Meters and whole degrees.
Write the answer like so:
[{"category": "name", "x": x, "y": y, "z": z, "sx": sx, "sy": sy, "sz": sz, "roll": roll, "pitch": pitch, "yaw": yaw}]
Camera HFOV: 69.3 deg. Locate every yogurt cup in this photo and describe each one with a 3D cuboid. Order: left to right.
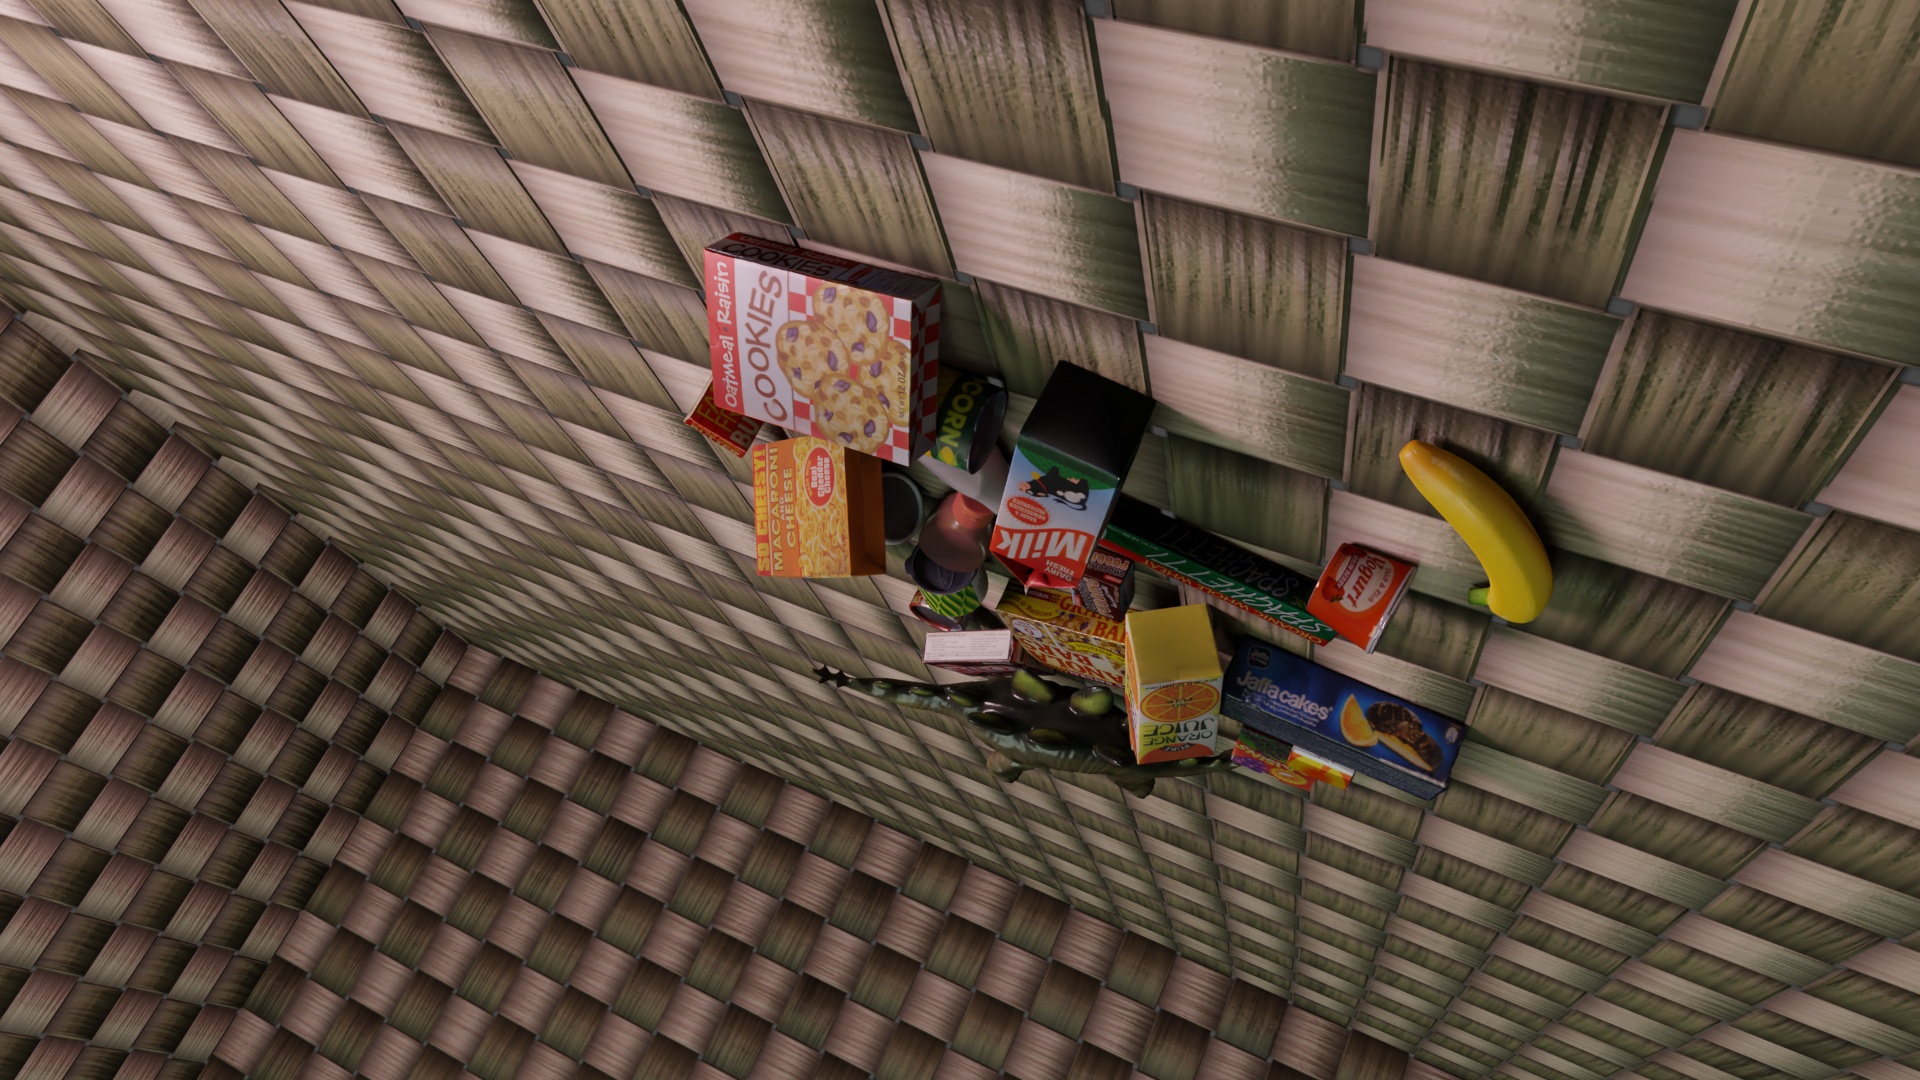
[{"category": "yogurt cup", "x": 0.276, "y": 0.037, "z": 0.960, "sx": 0.054, "sy": 0.072, "sz": 0.072, "roll": 29, "pitch": 162, "yaw": 18}]

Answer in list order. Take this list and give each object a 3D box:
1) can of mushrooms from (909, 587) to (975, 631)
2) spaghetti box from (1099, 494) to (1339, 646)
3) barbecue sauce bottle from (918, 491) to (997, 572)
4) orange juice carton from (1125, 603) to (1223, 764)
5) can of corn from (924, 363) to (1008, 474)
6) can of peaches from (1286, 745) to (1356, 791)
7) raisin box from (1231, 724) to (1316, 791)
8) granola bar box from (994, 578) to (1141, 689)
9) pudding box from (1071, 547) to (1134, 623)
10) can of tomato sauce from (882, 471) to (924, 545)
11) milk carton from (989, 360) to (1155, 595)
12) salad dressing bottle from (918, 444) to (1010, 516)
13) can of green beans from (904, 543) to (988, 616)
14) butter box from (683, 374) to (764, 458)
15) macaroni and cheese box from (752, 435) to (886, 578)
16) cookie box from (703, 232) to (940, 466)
[{"category": "can of mushrooms", "x": -0.021, "y": 0.069, "z": 1.467, "sx": 0.071, "sy": 0.033, "sz": 0.070, "roll": 23, "pitch": 161, "yaw": 9}, {"category": "spaghetti box", "x": 0.180, "y": 0.013, "z": 1.072, "sx": 0.250, "sy": 0.029, "sz": 0.050, "roll": 25, "pitch": 161, "yaw": 6}, {"category": "barbecue sauce bottle", "x": 0.004, "y": -0.015, "z": 1.205, "sx": 0.065, "sy": 0.044, "sz": 0.148, "roll": 26, "pitch": 160, "yaw": -2}, {"category": "orange juice carton", "x": 0.187, "y": 0.140, "z": 1.237, "sx": 0.072, "sy": 0.073, "sz": 0.191, "roll": -8, "pitch": 144, "yaw": 1}, {"category": "can of corn", "x": -0.006, "y": -0.089, "z": 0.993, "sx": 0.058, "sy": 0.071, "sz": 0.071, "roll": 22, "pitch": 160, "yaw": 14}, {"category": "can of peaches", "x": 0.334, "y": 0.187, "z": 1.259, "sx": 0.058, "sy": 0.071, "sz": 0.071, "roll": 22, "pitch": 160, "yaw": 15}, {"category": "raisin box", "x": 0.316, "y": 0.201, "z": 1.360, "sx": 0.086, "sy": 0.040, "sz": 0.123, "roll": 21, "pitch": 161, "yaw": 14}, {"category": "granola bar box", "x": 0.130, "y": 0.099, "z": 1.339, "sx": 0.165, "sy": 0.039, "sz": 0.124, "roll": 13, "pitch": 157, "yaw": 33}, {"category": "pudding box", "x": 0.122, "y": 0.036, "z": 1.204, "sx": 0.050, "sy": 0.030, "sz": 0.083, "roll": 22, "pitch": 160, "yaw": 16}, {"category": "can of tomato sauce", "x": -0.080, "y": -0.025, "z": 1.251, "sx": 0.071, "sy": 0.071, "sz": 0.083, "roll": 37, "pitch": 158, "yaw": -26}, {"category": "milk carton", "x": 0.072, "y": -0.032, "z": 0.980, "sx": 0.073, "sy": 0.073, "sz": 0.189, "roll": 24, "pitch": 150, "yaw": 7}, {"category": "salad dressing bottle", "x": 0.015, "y": -0.055, "z": 1.092, "sx": 0.064, "sy": 0.044, "sz": 0.147, "roll": 0, "pitch": 149, "yaw": 49}, {"category": "can of green beans", "x": -0.010, "y": 0.032, "z": 1.308, "sx": 0.071, "sy": 0.071, "sz": 0.057, "roll": 20, "pitch": 160, "yaw": 19}, {"category": "butter box", "x": -0.164, "y": -0.120, "z": 1.063, "sx": 0.053, "sy": 0.104, "sz": 0.024, "roll": 31, "pitch": 161, "yaw": -14}, {"category": "macaroni and cheese box", "x": -0.126, "y": -0.029, "z": 1.220, "sx": 0.040, "sy": 0.123, "sz": 0.166, "roll": -2, "pitch": 180, "yaw": -35}, {"category": "cookie box", "x": -0.097, "y": -0.132, "z": 0.953, "sx": 0.167, "sy": 0.040, "sz": 0.122, "roll": 18, "pitch": 126, "yaw": 23}]
